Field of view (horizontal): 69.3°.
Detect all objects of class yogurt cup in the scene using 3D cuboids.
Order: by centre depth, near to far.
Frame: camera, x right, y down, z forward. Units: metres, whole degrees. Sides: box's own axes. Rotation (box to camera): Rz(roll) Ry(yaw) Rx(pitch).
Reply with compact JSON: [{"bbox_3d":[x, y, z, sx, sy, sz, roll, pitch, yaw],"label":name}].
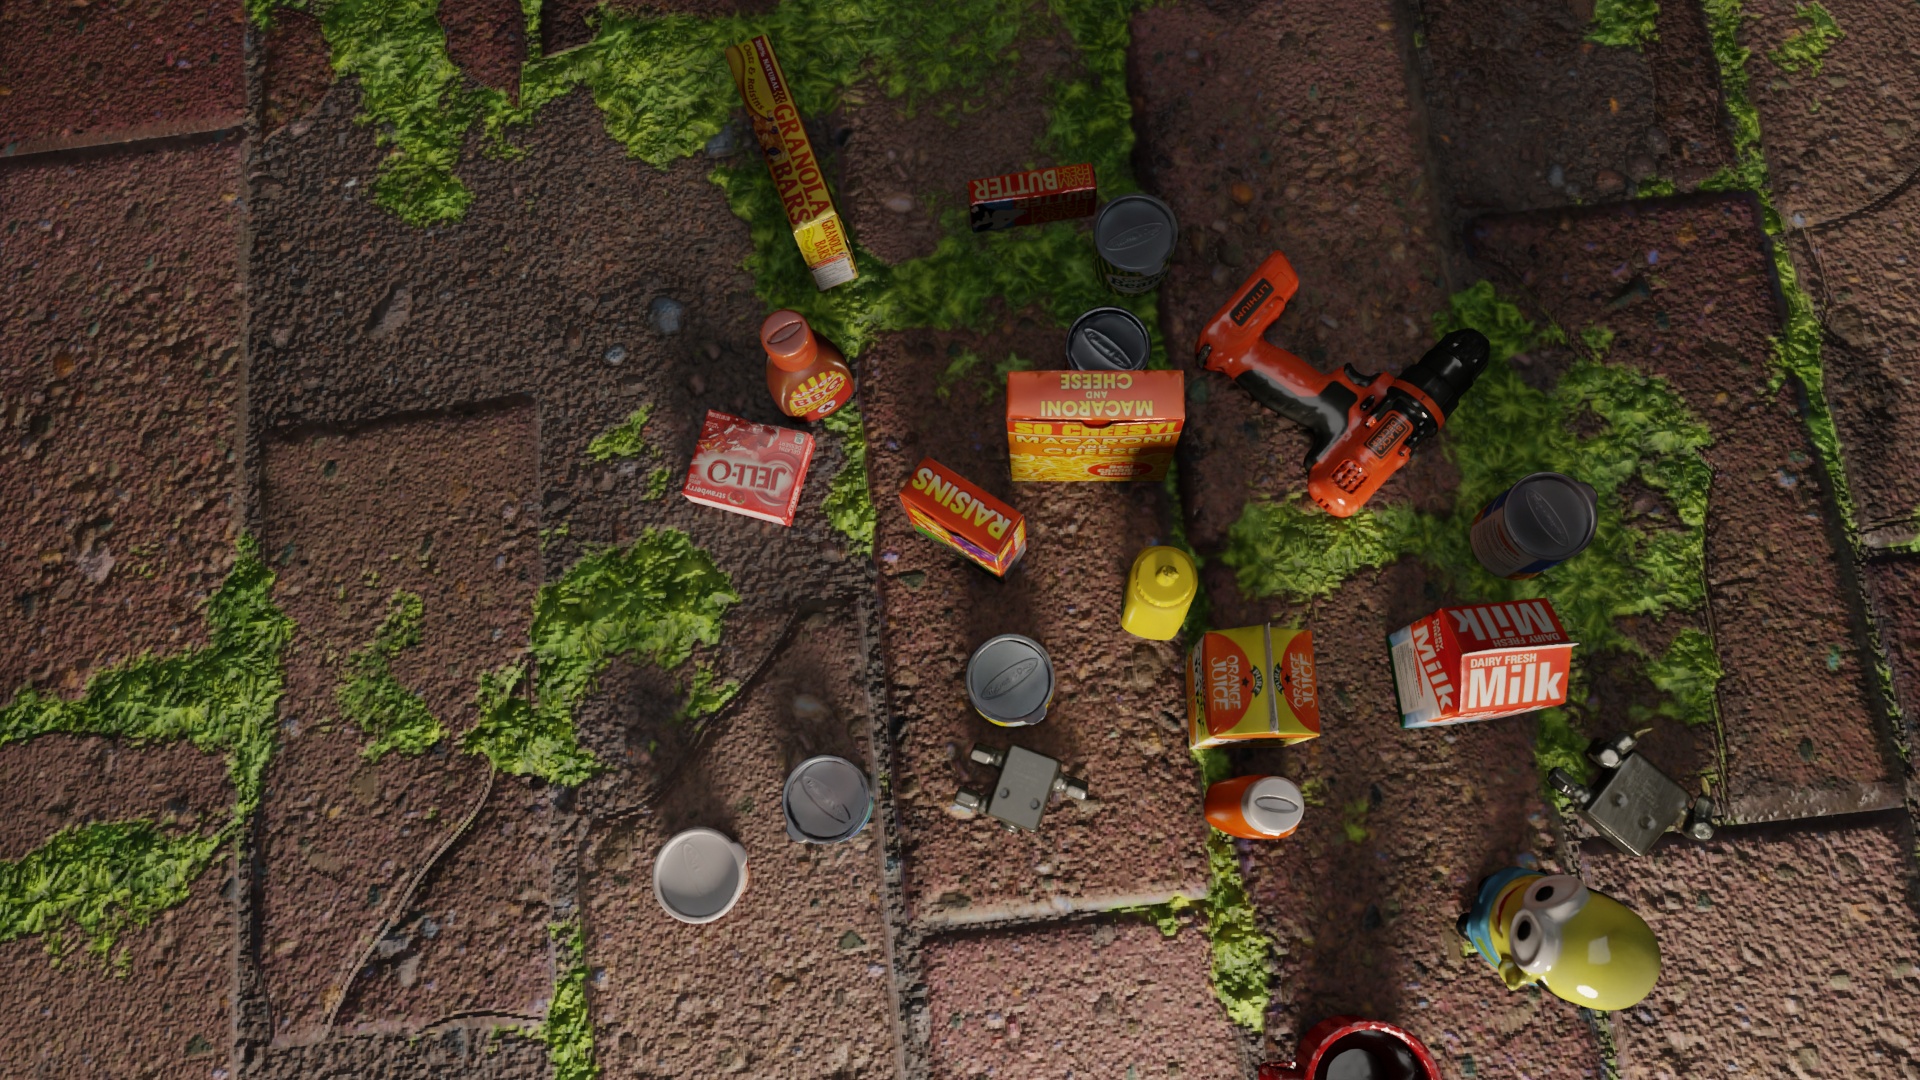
[{"bbox_3d":[-0.189,0.247,1.029,0.072,0.054,0.072,-1,78,3],"label":"yogurt cup"}]

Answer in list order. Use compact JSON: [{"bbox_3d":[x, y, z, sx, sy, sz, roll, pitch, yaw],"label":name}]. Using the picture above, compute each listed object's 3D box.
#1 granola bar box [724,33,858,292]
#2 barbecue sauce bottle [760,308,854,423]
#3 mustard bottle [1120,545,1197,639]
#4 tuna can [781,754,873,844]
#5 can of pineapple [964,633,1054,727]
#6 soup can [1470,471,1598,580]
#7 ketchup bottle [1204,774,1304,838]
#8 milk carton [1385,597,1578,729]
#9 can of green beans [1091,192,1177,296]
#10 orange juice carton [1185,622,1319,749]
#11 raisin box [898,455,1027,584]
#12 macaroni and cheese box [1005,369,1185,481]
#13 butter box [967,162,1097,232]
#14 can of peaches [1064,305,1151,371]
[{"bbox_3d":[-0.132,-0.298,1.108,0.039,0.124,0.166,-21,78,-1],"label":"granola bar box"},{"bbox_3d":[-0.121,-0.134,1.059,0.065,0.148,0.044,-31,78,-3],"label":"barbecue sauce bottle"},{"bbox_3d":[0.144,0.032,1.002,0.049,0.160,0.065,12,79,6],"label":"mustard bottle"},{"bbox_3d":[-0.101,0.197,1.046,0.071,0.032,0.071,-1,78,3],"label":"tuna can"},{"bbox_3d":[0.038,0.108,1.044,0.071,0.057,0.071,-1,78,3],"label":"can of pineapple"},{"bbox_3d":[0.427,-0.011,1.034,0.071,0.083,0.071,-1,78,3],"label":"soup can"},{"bbox_3d":[0.209,0.186,0.970,0.065,0.148,0.043,8,79,5],"label":"ketchup bottle"},{"bbox_3d":[0.358,0.086,0.962,0.072,0.190,0.073,-6,78,2],"label":"milk carton"},{"bbox_3d":[0.138,-0.235,1.113,0.071,0.057,0.071,-1,78,3],"label":"can of green beans"},{"bbox_3d":[0.202,0.104,0.966,0.073,0.192,0.072,-2,78,3],"label":"orange juice carton"},{"bbox_3d":[0.004,-0.013,1.039,0.086,0.123,0.040,33,82,9],"label":"raisin box"},{"bbox_3d":[0.097,-0.081,1.026,0.124,0.166,0.040,0,78,4],"label":"macaroni and cheese box"},{"bbox_3d":[0.058,-0.278,1.129,0.103,0.053,0.024,-8,78,2],"label":"butter box"},{"bbox_3d":[0.113,-0.142,1.094,0.071,0.058,0.071,-1,78,3],"label":"can of peaches"}]
